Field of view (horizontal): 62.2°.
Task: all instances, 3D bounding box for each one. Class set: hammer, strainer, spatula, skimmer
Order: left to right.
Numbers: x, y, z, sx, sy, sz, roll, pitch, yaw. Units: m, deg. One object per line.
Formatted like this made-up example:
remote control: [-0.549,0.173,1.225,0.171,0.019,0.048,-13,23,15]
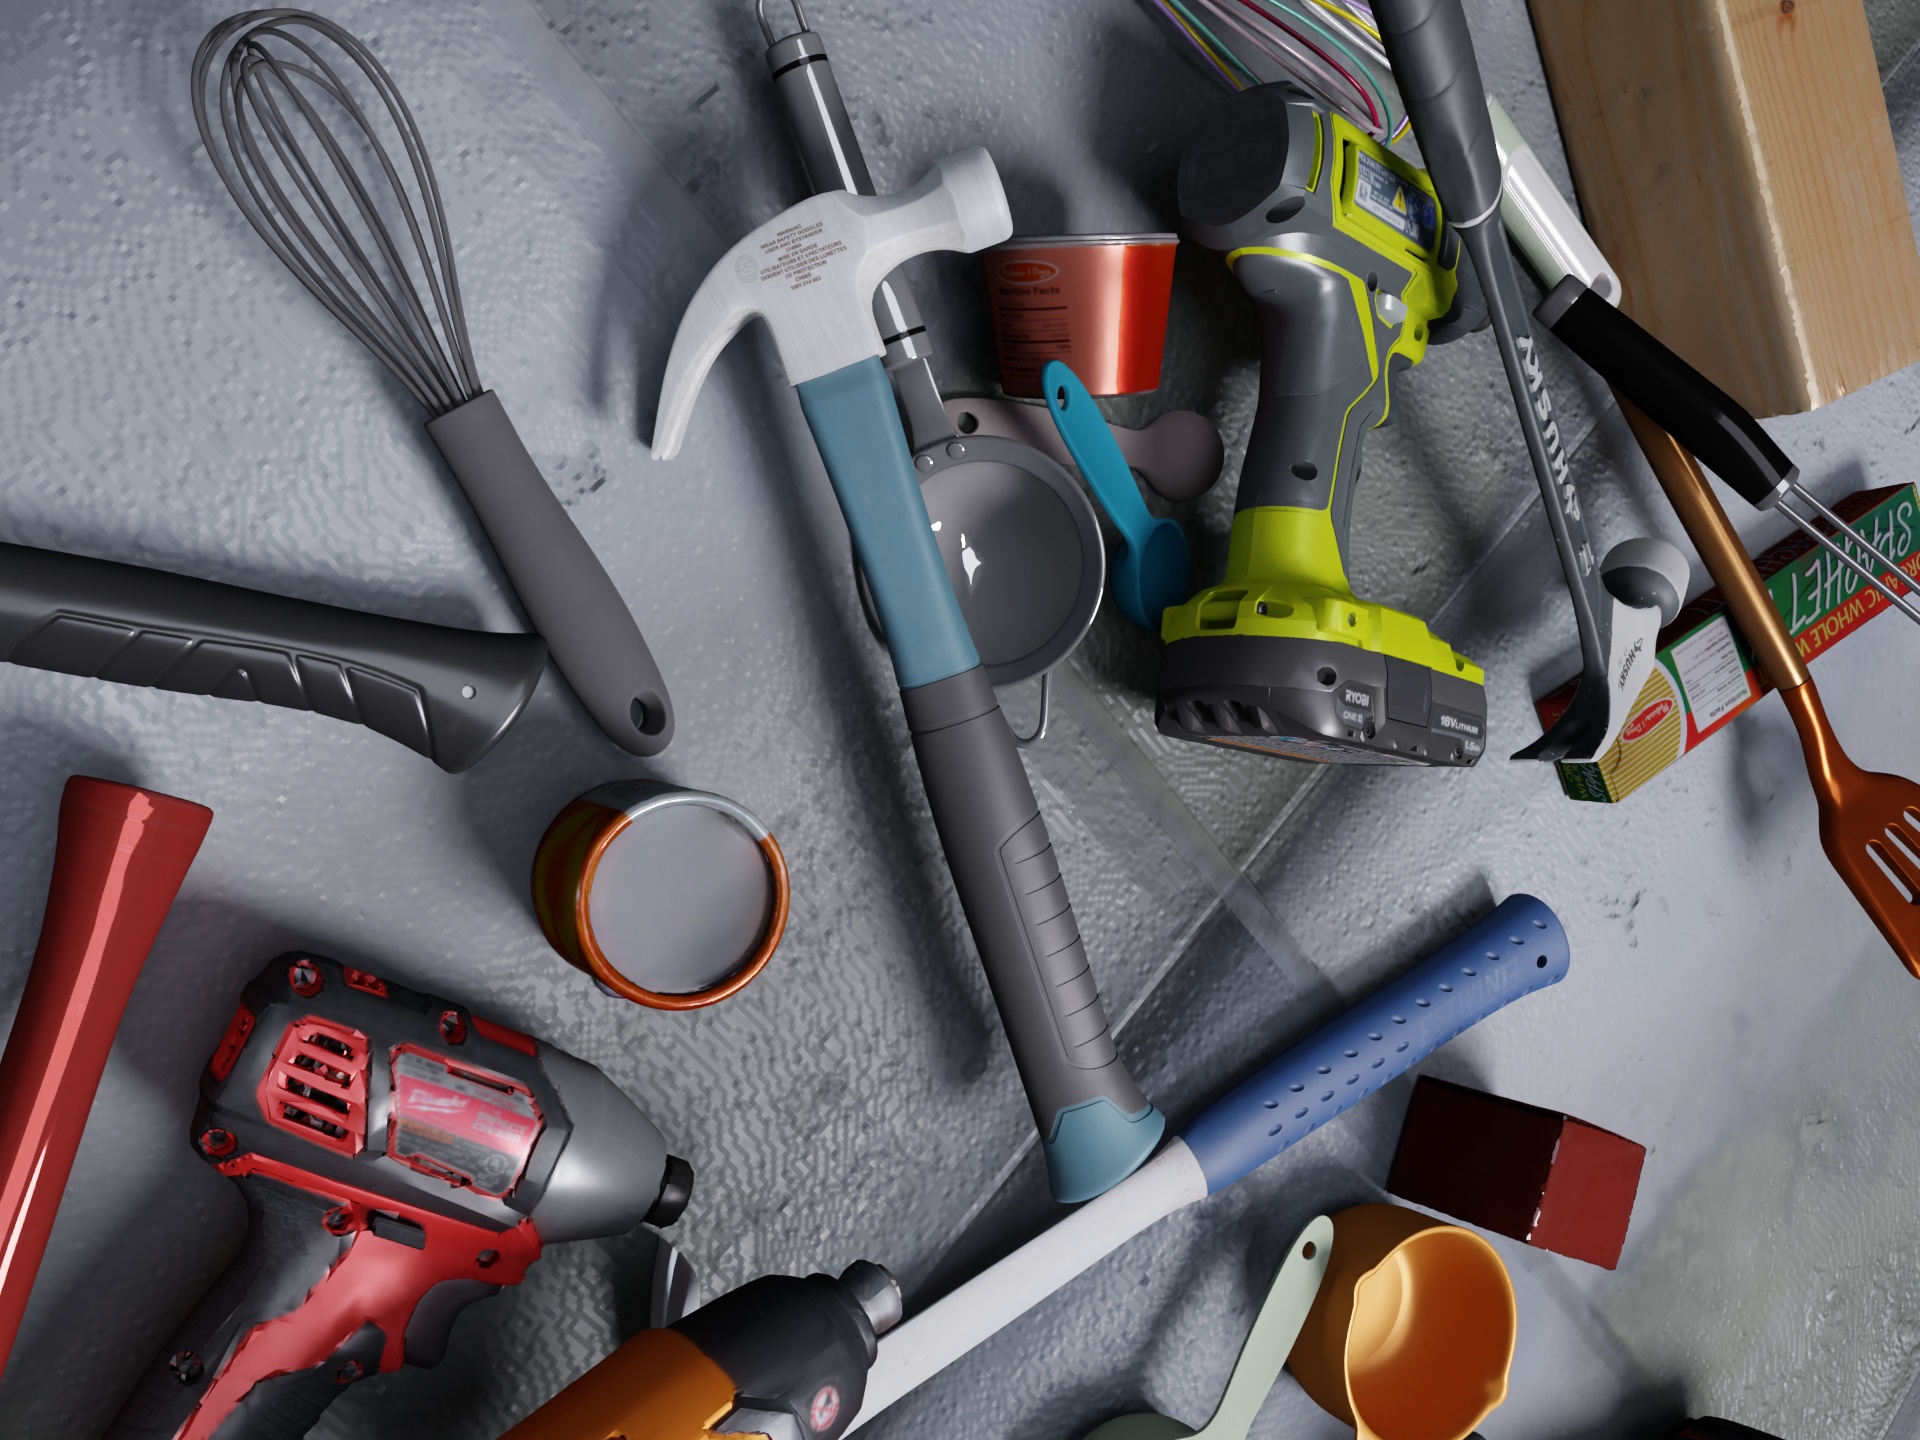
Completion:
hammer: [-0.274,-0.041,0.404,0.334,0.035,0.146,11,86,-25]
hammer: [-0.251,0.189,0.378,0.036,0.149,0.359,20,76,-30]
strainer: [-0.014,-0.116,0.530,0.087,0.050,0.258,-17,101,19]
hammer: [-0.001,-0.002,0.511,0.128,0.033,0.331,-18,97,4]
hammer: [0.075,0.165,0.588,0.405,0.035,0.144,-26,102,-24]
hammer: [0.180,-0.163,0.551,0.149,0.036,0.408,-53,126,-37]
spatula: [0.357,-0.038,0.689,0.081,0.041,0.322,-35,99,-13]
skimmer: [0.370,-0.045,0.666,0.363,0.090,0.127,42,73,4]

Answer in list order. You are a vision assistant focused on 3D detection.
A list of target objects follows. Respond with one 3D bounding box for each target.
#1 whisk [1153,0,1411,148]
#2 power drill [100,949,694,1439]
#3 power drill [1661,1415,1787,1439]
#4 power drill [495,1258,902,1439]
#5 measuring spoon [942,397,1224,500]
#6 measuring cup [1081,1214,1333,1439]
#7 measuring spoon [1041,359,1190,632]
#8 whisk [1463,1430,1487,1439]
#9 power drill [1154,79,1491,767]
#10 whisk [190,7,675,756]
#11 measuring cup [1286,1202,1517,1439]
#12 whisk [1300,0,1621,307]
whisk: [0.067,-0.272,0.577,0.244,0.047,0.051,24,79,-20]
power drill: [-0.172,0.189,0.444,0.143,0.078,0.220,28,76,-25]
power drill: [0.278,0.398,0.644,0.226,0.080,0.188,0,91,-39]
power drill: [-0.058,0.272,0.445,0.164,0.084,0.226,-29,111,-37]
measuring spoon: [0.046,-0.103,0.578,0.124,0.018,0.034,3,90,-26]
measuring cup: [0.089,0.257,0.595,0.083,0.038,0.168,38,74,-22]
measuring spoon: [0.048,-0.078,0.555,0.128,0.021,0.042,53,53,-45]
whisk: [0.116,0.381,0.603,0.296,0.073,0.073,-36,106,-29]
power drill: [0.146,-0.098,0.590,0.171,0.080,0.223,10,83,-43]
whisk: [-0.145,-0.092,0.470,0.055,0.055,0.238,-34,110,-22]
measuring cup: [0.145,0.269,0.617,0.095,0.052,0.174,40,76,-22]
whisk: [0.199,-0.251,0.638,0.246,0.059,0.058,42,85,-26]
